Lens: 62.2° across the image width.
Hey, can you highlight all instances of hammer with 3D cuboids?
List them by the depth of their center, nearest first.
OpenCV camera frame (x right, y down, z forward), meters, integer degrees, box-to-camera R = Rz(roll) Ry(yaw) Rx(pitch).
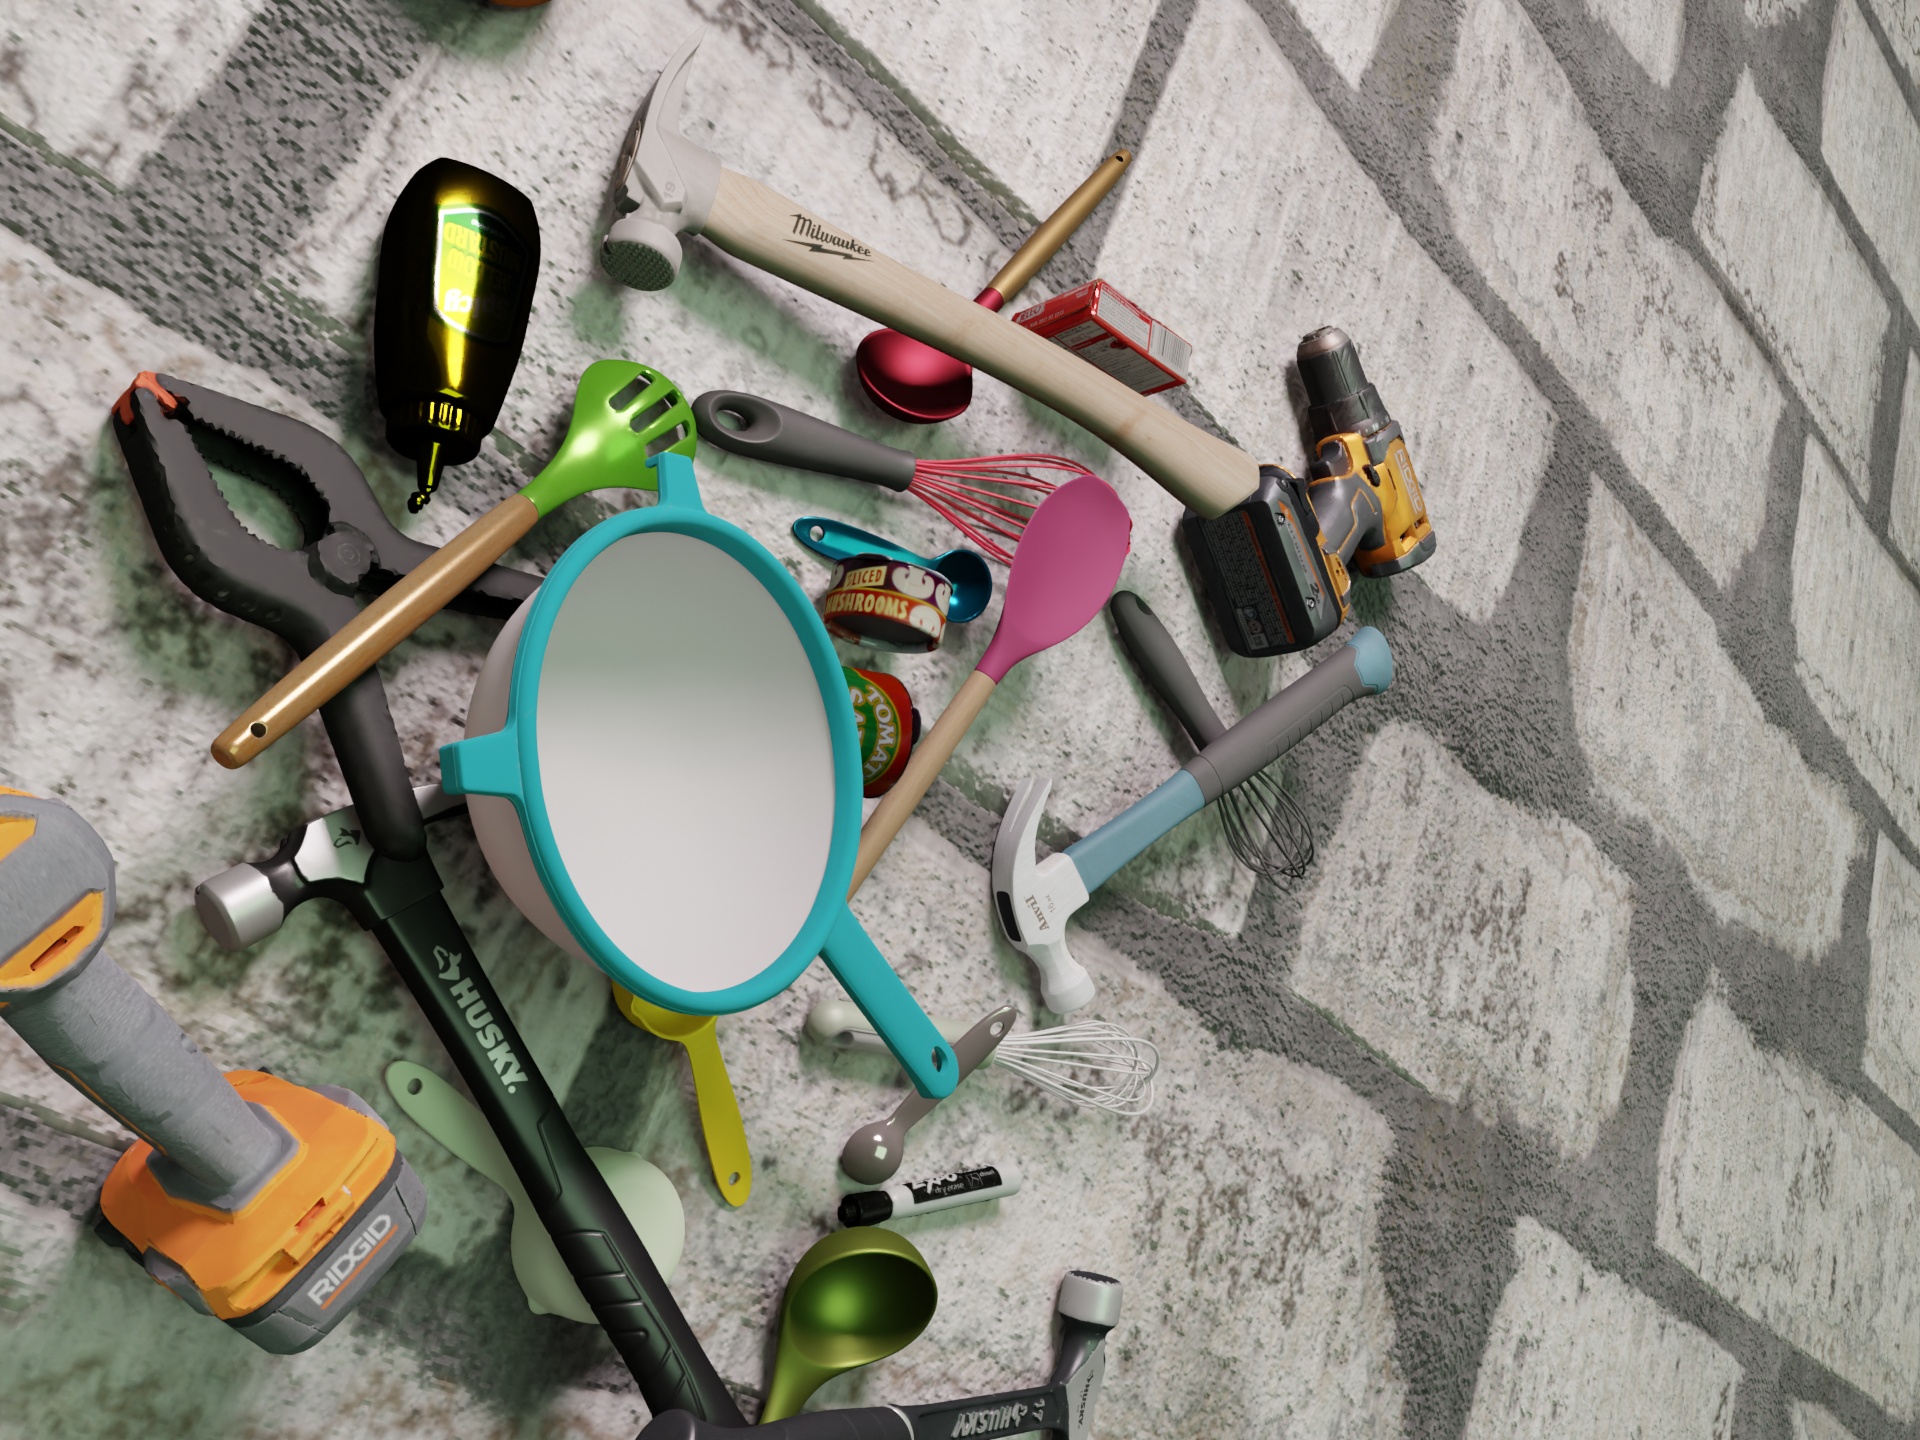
[{"bbox_3d":[-0.174,0.180,0.680,0.146,0.035,0.335,-32,94,-41],"label":"hammer"},{"bbox_3d":[-0.024,0.343,0.755,0.408,0.036,0.149,30,68,-57],"label":"hammer"},{"bbox_3d":[0.007,-0.221,0.876,0.410,0.038,0.146,22,63,-29],"label":"hammer"},{"bbox_3d":[0.153,0.037,0.985,0.331,0.033,0.128,-33,104,-25],"label":"hammer"}]

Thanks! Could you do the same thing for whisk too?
[{"bbox_3d":[-0.015,-0.133,0.886,0.295,0.073,0.073,12,78,-34],"label":"whisk"},{"bbox_3d":[0.019,0.184,0.887,0.246,0.057,0.059,17,40,-35],"label":"whisk"},{"bbox_3d":[0.162,0.015,1.034,0.055,0.055,0.238,-47,111,-35],"label":"whisk"}]

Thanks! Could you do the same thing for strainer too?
[{"bbox_3d":[-0.110,0.066,0.714,0.340,0.095,0.211,59,37,-34],"label":"strainer"}]

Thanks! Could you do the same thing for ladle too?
[{"bbox_3d":[-0.107,0.388,0.745,0.078,0.062,0.320,43,62,-27],"label":"ladle"},{"bbox_3d":[0.031,-0.269,0.957,0.069,0.031,0.315,38,55,-1],"label":"ladle"}]

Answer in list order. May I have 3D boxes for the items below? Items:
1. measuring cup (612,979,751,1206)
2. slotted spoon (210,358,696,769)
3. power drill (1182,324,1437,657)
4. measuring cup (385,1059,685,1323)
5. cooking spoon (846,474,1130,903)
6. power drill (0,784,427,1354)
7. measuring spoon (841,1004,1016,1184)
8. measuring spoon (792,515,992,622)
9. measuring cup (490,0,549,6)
[{"bbox_3d":[-0.131,0.167,0.774,0.062,0.029,0.156,-27,115,-40],"label":"measuring cup"},{"bbox_3d":[-0.201,-0.076,0.683,0.070,0.031,0.314,53,42,-17],"label":"slotted spoon"},{"bbox_3d":[0.244,-0.162,1.104,0.226,0.084,0.185,-36,108,-43],"label":"power drill"},{"bbox_3d":[-0.186,0.204,0.703,0.167,0.038,0.083,51,55,-28],"label":"measuring cup"},{"bbox_3d":[-0.001,-0.003,0.859,0.068,0.017,0.319,42,73,-27],"label":"cooking spoon"},{"bbox_3d":[-0.302,0.108,0.551,0.084,0.164,0.226,-50,129,-34],"label":"power drill"},{"bbox_3d":[-0.012,0.199,0.840,0.124,0.018,0.034,-45,121,-7],"label":"measuring spoon"},{"bbox_3d":[-0.040,-0.088,0.886,0.128,0.021,0.042,18,86,-30],"label":"measuring spoon"},{"bbox_3d":[-0.226,-0.417,0.731,0.095,0.052,0.173,-32,105,-39],"label":"measuring cup"}]
